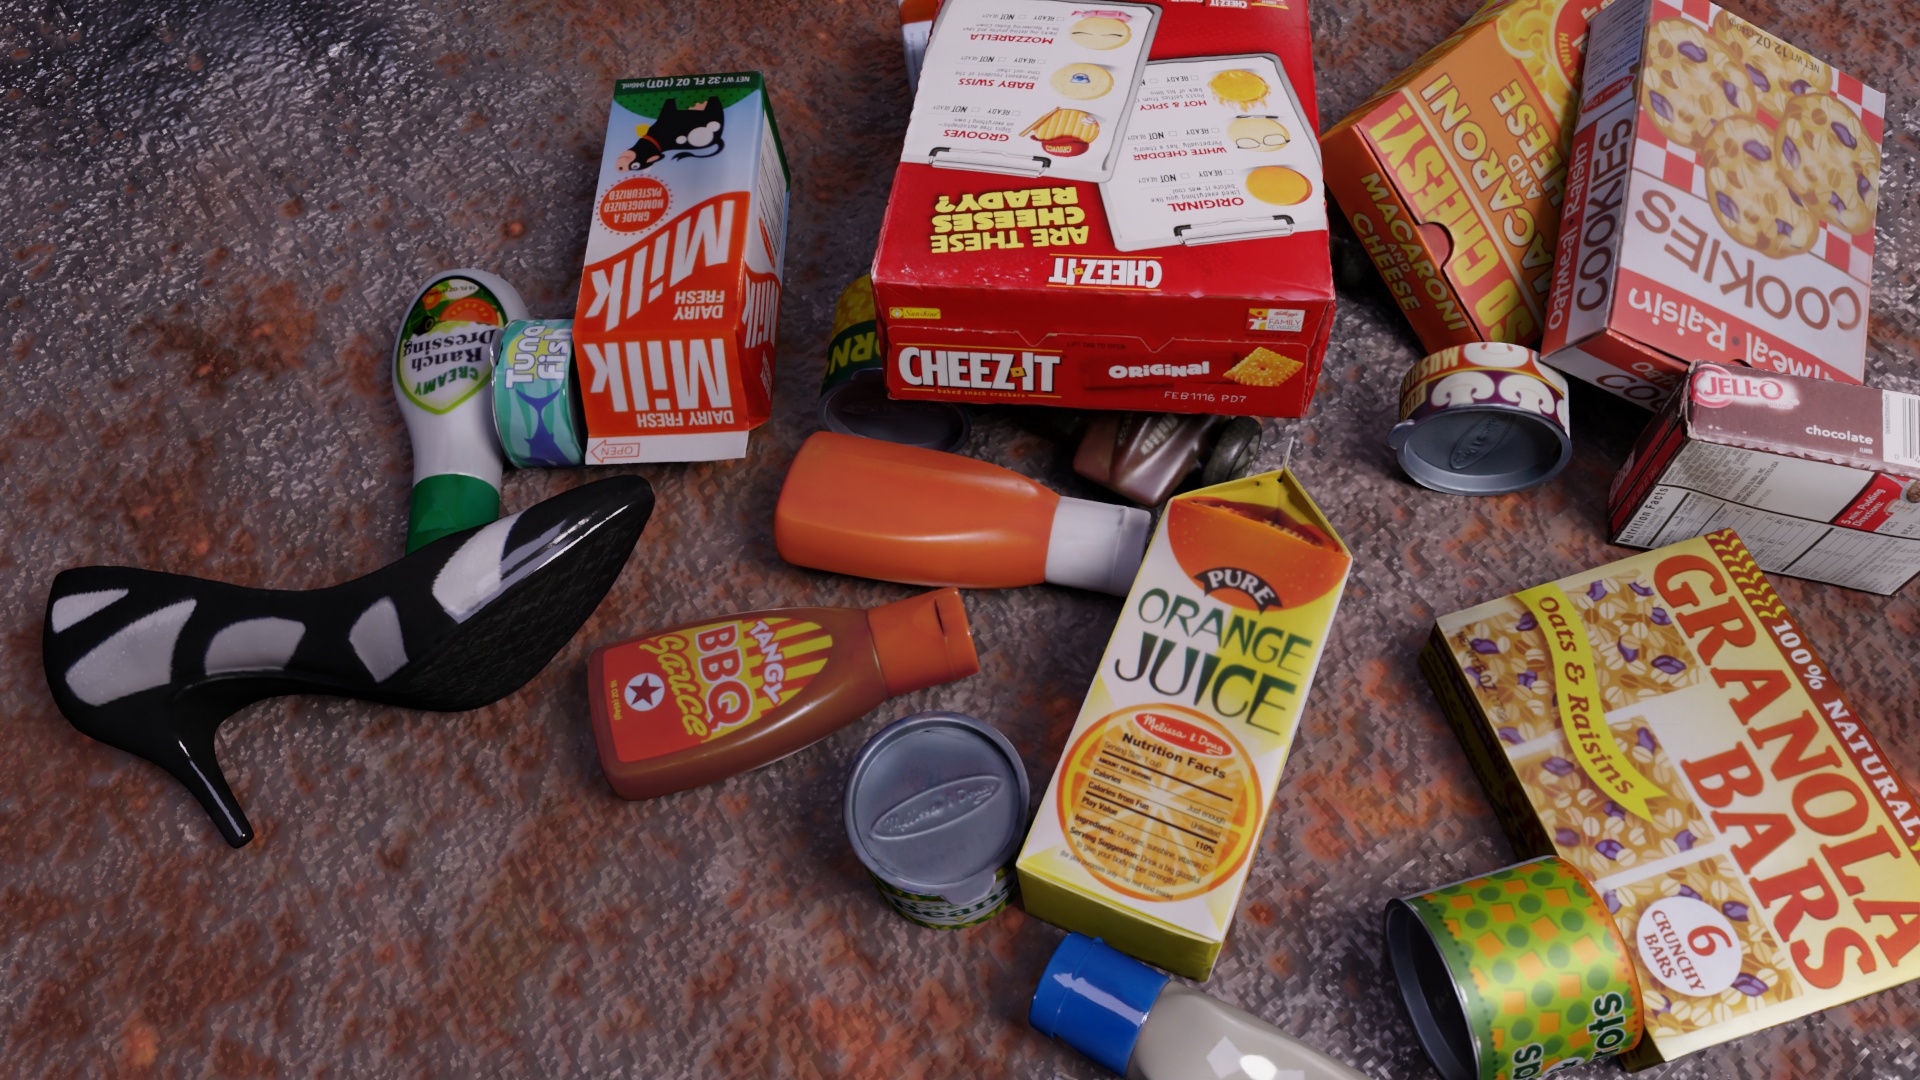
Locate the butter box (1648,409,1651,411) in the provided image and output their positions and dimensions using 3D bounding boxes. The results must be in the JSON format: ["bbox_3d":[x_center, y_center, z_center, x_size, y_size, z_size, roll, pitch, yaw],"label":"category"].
[{"bbox_3d":[0.317,-0.105,0.610,0.104,0.024,0.053,-38,64,-15],"label":"butter box"}]

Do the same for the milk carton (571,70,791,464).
[{"bbox_3d":[-0.124,-0.117,0.631,0.072,0.073,0.191,-3,62,4],"label":"milk carton"}]

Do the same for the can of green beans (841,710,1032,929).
[{"bbox_3d":[-0.006,0.103,0.507,0.071,0.057,0.071,-2,61,4],"label":"can of green beans"}]

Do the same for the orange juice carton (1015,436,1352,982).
[{"bbox_3d":[0.091,0.055,0.517,0.073,0.071,0.193,19,65,15],"label":"orange juice carton"}]

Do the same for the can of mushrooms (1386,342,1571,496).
[{"bbox_3d":[0.210,-0.049,0.565,0.071,0.070,0.033,7,62,9],"label":"can of mushrooms"}]

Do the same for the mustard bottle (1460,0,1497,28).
[{"bbox_3d":[0.251,-0.213,0.661,0.161,0.048,0.065,-40,64,-15],"label":"mustard bottle"}]

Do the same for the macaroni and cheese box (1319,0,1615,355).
[{"bbox_3d":[0.249,-0.169,0.606,0.167,0.040,0.123,-38,102,-15],"label":"macaroni and cheese box"}]

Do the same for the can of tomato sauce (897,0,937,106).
[{"bbox_3d":[0.014,-0.245,0.692,0.083,0.071,0.071,-8,61,2],"label":"can of tomato sauce"}]

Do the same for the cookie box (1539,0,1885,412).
[{"bbox_3d":[0.307,-0.128,0.561,0.123,0.040,0.168,20,72,-13],"label":"cookie box"}]

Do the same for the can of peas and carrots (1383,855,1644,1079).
[{"bbox_3d":[0.183,0.146,0.461,0.059,0.070,0.071,-15,61,-3],"label":"can of peas and carrots"}]

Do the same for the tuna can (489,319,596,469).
[{"bbox_3d":[-0.178,-0.066,0.609,0.033,0.070,0.071,0,62,4],"label":"tuna can"}]

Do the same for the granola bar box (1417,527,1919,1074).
[{"bbox_3d":[0.261,0.089,0.501,0.124,0.039,0.166,-17,61,-3],"label":"granola bar box"}]

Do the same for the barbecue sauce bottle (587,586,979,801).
[{"bbox_3d":[-0.068,0.054,0.549,0.149,0.043,0.065,-15,59,-3],"label":"barbecue sauce bottle"}]

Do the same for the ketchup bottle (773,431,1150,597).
[{"bbox_3d":[0.002,-0.007,0.573,0.149,0.043,0.065,10,43,9],"label":"ketchup bottle"}]

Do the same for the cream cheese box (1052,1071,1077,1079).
[{"bbox_3d":[0.020,0.226,0.441,0.024,0.053,0.104,21,66,18],"label":"cream cheese box"}]

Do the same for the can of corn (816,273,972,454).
[{"bbox_3d":[-0.026,-0.076,0.600,0.071,0.071,0.058,2,61,7],"label":"can of corn"}]

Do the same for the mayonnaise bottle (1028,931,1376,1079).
[{"bbox_3d":[0.095,0.179,0.457,0.148,0.064,0.041,23,74,21],"label":"mayonnaise bottle"}]

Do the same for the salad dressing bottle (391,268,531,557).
[{"bbox_3d":[-0.223,-0.051,0.621,0.064,0.043,0.148,-9,61,2],"label":"salad dressing bottle"}]
